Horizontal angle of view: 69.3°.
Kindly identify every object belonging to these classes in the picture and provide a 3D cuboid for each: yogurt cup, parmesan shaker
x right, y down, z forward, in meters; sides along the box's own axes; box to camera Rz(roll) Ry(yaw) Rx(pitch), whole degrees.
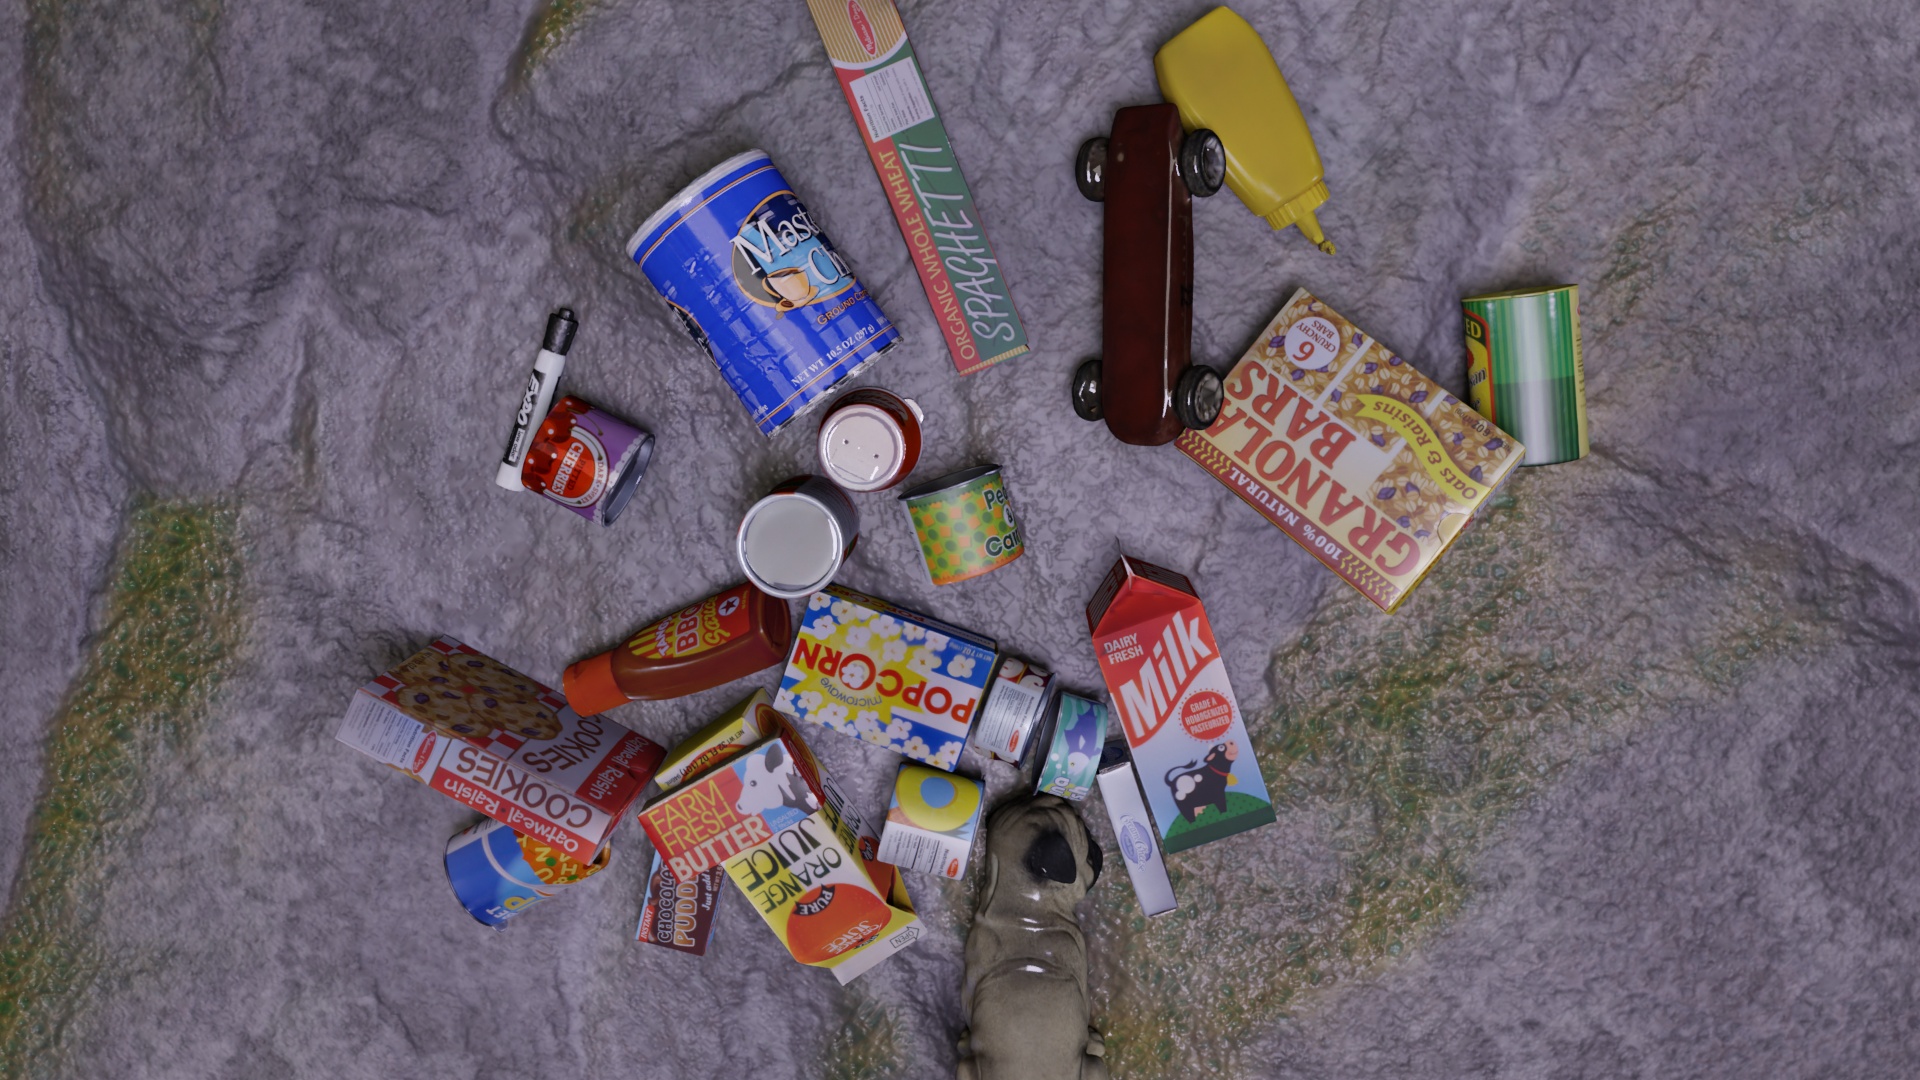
[{"bbox_3d":[-0.059,-0.060,0.867,0.072,0.054,0.072,0,100,2],"label":"yogurt cup"},{"bbox_3d":[0.342,-0.099,0.840,0.071,0.071,0.103,-7,99,3],"label":"parmesan shaker"}]

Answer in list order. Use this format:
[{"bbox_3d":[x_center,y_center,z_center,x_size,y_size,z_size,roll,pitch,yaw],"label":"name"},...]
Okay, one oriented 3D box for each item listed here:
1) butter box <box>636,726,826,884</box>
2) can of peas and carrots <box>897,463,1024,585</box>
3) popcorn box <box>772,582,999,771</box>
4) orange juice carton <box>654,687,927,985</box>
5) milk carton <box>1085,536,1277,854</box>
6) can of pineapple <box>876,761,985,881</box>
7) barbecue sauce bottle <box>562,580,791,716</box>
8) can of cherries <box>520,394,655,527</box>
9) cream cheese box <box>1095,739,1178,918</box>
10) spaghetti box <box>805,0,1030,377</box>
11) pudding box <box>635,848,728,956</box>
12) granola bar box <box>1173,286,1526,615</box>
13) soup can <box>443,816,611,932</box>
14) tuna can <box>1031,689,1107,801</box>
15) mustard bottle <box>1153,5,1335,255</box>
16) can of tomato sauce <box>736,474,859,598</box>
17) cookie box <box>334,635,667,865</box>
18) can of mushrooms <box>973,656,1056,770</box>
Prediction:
[{"bbox_3d":[-0.139,0.161,0.844,0.103,0.024,0.053,-29,97,6],"label":"butter box"},{"bbox_3d":[0.003,-0.011,0.866,0.071,0.071,0.058,-18,99,5],"label":"can of peas and carrots"},{"bbox_3d":[-0.048,0.087,0.898,0.127,0.038,0.085,20,100,-1],"label":"popcorn box"},{"bbox_3d":[-0.105,0.198,0.900,0.072,0.073,0.192,-35,97,7],"label":"orange juice carton"},{"bbox_3d":[0.131,0.091,0.876,0.073,0.072,0.190,-19,98,5],"label":"milk carton"},{"bbox_3d":[-0.019,0.180,0.900,0.058,0.071,0.071,14,100,0],"label":"can of pineapple"},{"bbox_3d":[-0.182,0.074,0.890,0.148,0.065,0.043,-21,127,14],"label":"barbecue sauce bottle"},{"bbox_3d":[-0.232,-0.049,0.865,0.058,0.071,0.071,27,99,-3],"label":"can of cherries"},{"bbox_3d":[0.112,0.186,0.902,0.024,0.053,0.103,-19,98,3],"label":"cream cheese box"},{"bbox_3d":[-0.025,-0.224,0.853,0.050,0.029,0.249,-22,98,5],"label":"spaghetti box"},{"bbox_3d":[-0.183,0.229,0.929,0.050,0.030,0.083,15,99,0],"label":"pudding box"},{"bbox_3d":[0.232,-0.055,0.837,0.166,0.039,0.124,41,99,18],"label":"granola bar box"},{"bbox_3d":[-0.281,0.206,0.910,0.084,0.071,0.071,-28,97,6],"label":"soup can"},{"bbox_3d":[0.069,0.133,0.886,0.033,0.071,0.071,16,100,-1],"label":"tuna can"},{"bbox_3d":[0.179,-0.237,0.835,0.065,0.049,0.160,-33,97,7],"label":"mustard bottle"},{"bbox_3d":[-0.101,-0.002,0.863,0.071,0.083,0.071,0,99,2],"label":"can of tomato sauce"},{"bbox_3d":[-0.279,0.127,0.868,0.167,0.123,0.040,28,100,-3],"label":"cookie box"},{"bbox_3d":[0.035,0.110,0.886,0.033,0.071,0.071,19,100,9],"label":"can of mushrooms"}]
